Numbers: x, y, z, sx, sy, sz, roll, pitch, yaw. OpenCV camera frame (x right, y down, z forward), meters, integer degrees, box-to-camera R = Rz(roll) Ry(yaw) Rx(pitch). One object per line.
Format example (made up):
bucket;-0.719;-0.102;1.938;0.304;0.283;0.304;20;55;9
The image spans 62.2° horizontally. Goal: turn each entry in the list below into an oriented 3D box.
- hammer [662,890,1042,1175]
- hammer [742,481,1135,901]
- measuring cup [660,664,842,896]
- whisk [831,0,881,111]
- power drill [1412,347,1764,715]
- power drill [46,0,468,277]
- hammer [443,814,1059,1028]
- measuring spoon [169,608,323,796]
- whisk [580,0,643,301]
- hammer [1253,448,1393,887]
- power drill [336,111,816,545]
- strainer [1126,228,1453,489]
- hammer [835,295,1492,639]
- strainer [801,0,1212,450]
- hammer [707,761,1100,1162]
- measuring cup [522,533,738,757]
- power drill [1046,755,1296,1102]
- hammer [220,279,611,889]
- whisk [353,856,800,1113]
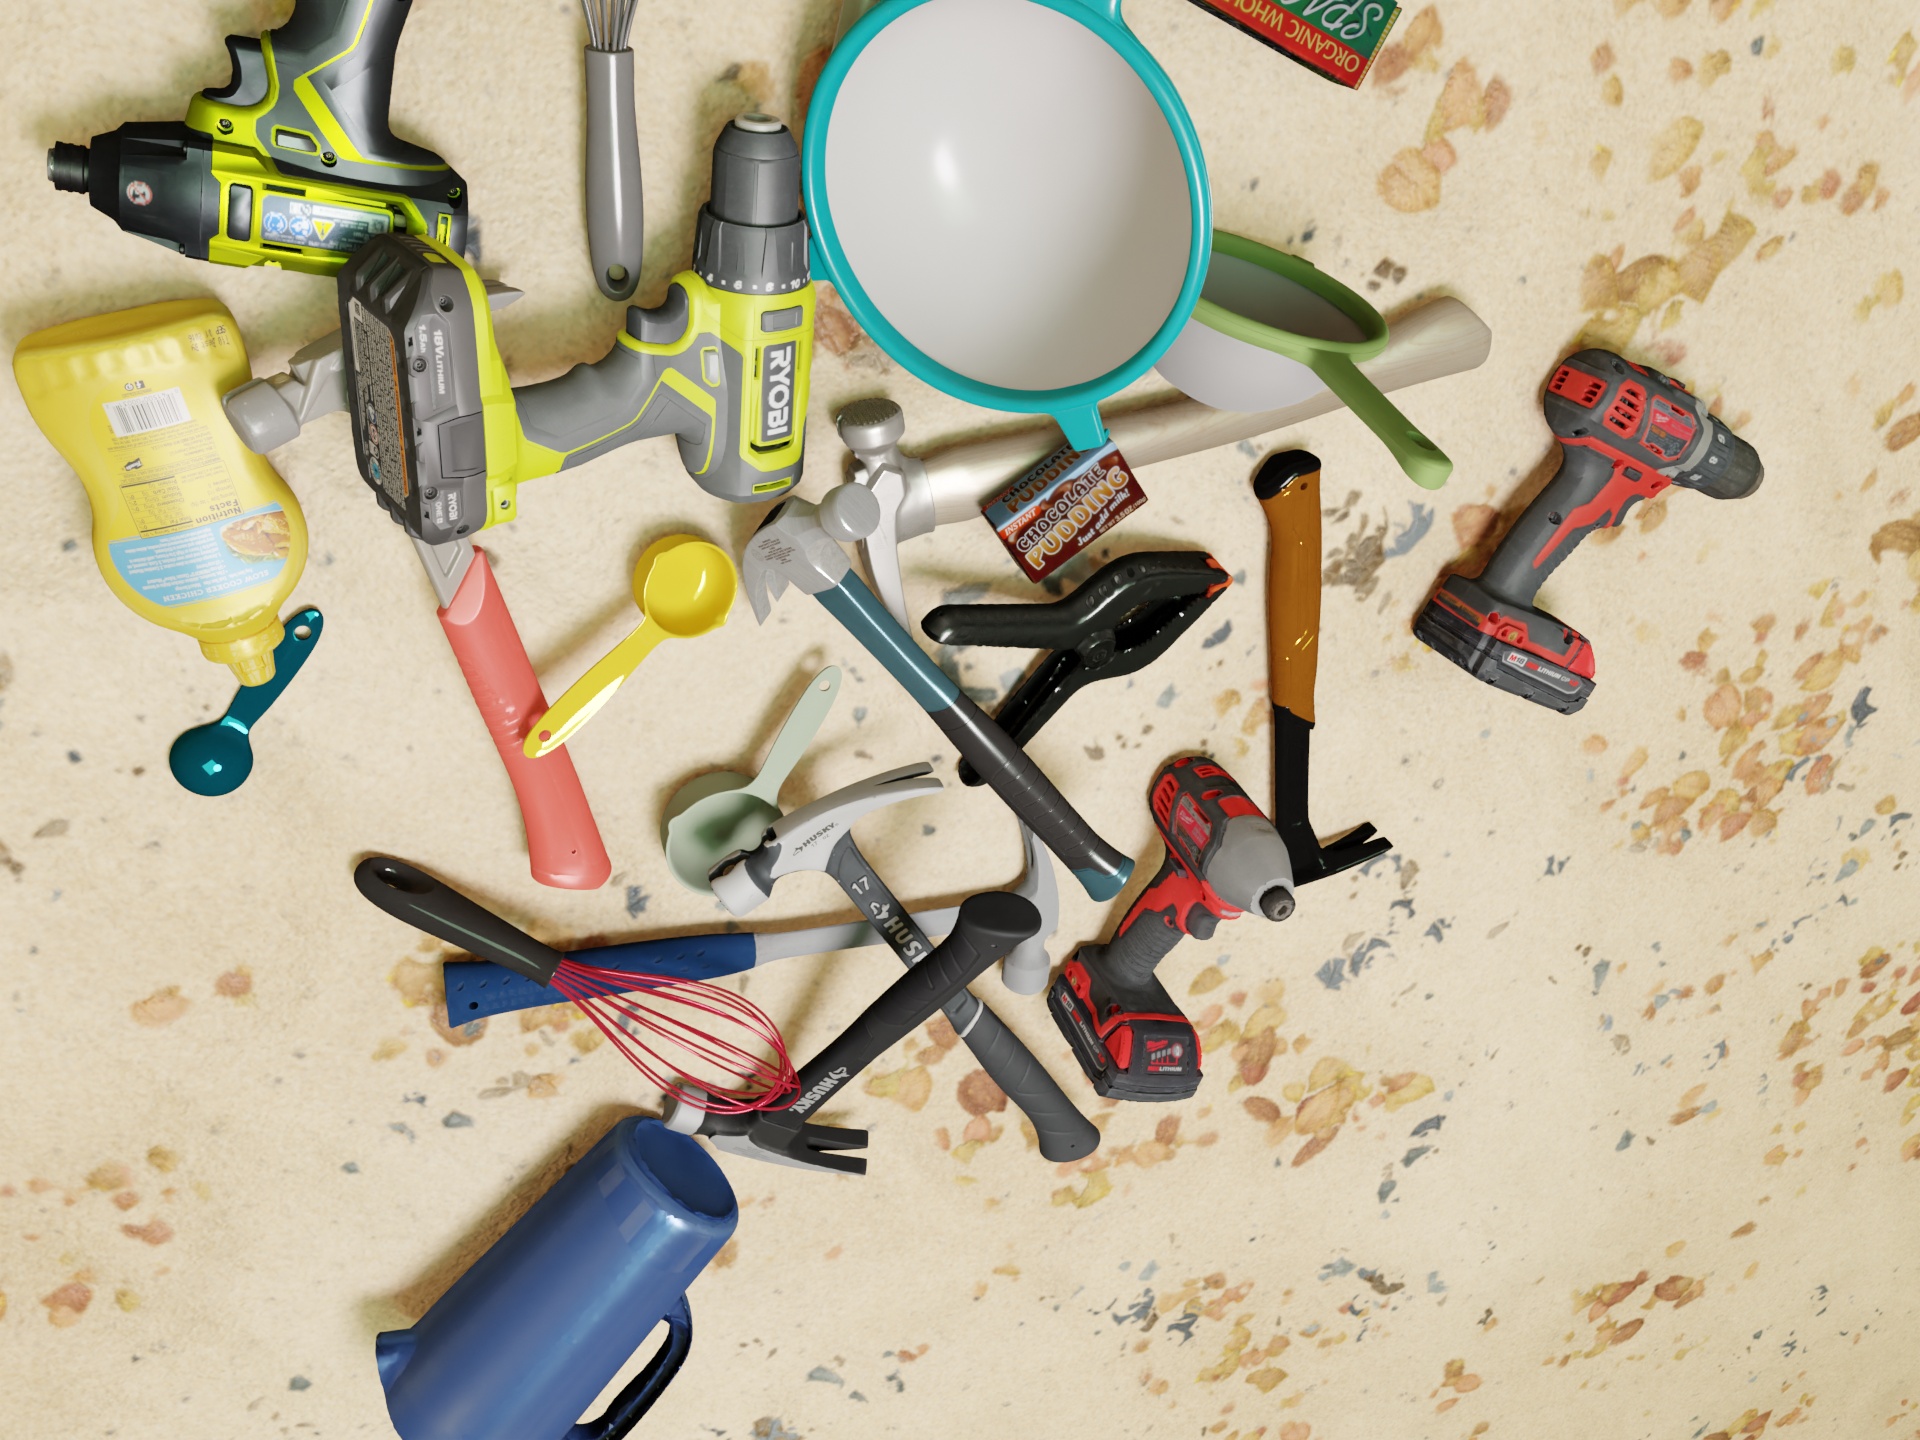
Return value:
hammer;-0.054;0.204;1.015;0.146;0.035;0.334;24;133;-23
hammer;-0.001;-0.003;0.924;0.330;0.128;0.033;47;56;-27
measuring cup;-0.123;0.030;0.971;0.083;0.038;0.167;26;103;-33
whisk;-0.028;-0.410;0.743;0.059;0.058;0.246;21;118;6
power drill;0.434;-0.122;1.080;0.187;0.080;0.226;17;109;-29
power drill;-0.292;-0.304;0.678;0.171;0.080;0.223;3;121;-24
hammer;-0.125;0.143;1.037;0.405;0.035;0.144;-6;121;-19
measuring spoon;-0.379;-0.007;0.852;0.042;0.021;0.128;31;105;-33
whisk;-0.162;-0.313;0.746;0.055;0.055;0.238;-6;126;-19
hammer;0.234;-0.027;1.080;0.127;0.034;0.336;-16;124;-12
power drill;-0.168;-0.185;0.762;0.228;0.080;0.190;-20;133;-35
strainer;0.170;-0.176;0.835;0.151;0.257;0.069;1;130;-27
hammer;0.132;-0.167;0.954;0.410;0.038;0.146;-18;126;-12
strainer;0.056;-0.307;0.742;0.211;0.095;0.340;32;133;4
hammer;0.001;0.185;1.069;0.149;0.036;0.408;-34;128;1
measuring cup;-0.190;-0.041;0.887;0.156;0.029;0.062;-46;131;-5
power drill;0.150;0.149;1.087;0.078;0.143;0.219;8;118;-29
hammer;-0.249;-0.049;0.859;0.149;0.037;0.358;-34;133;-25
whisk;-0.225;0.158;0.951;0.295;0.073;0.073;30;106;-11
